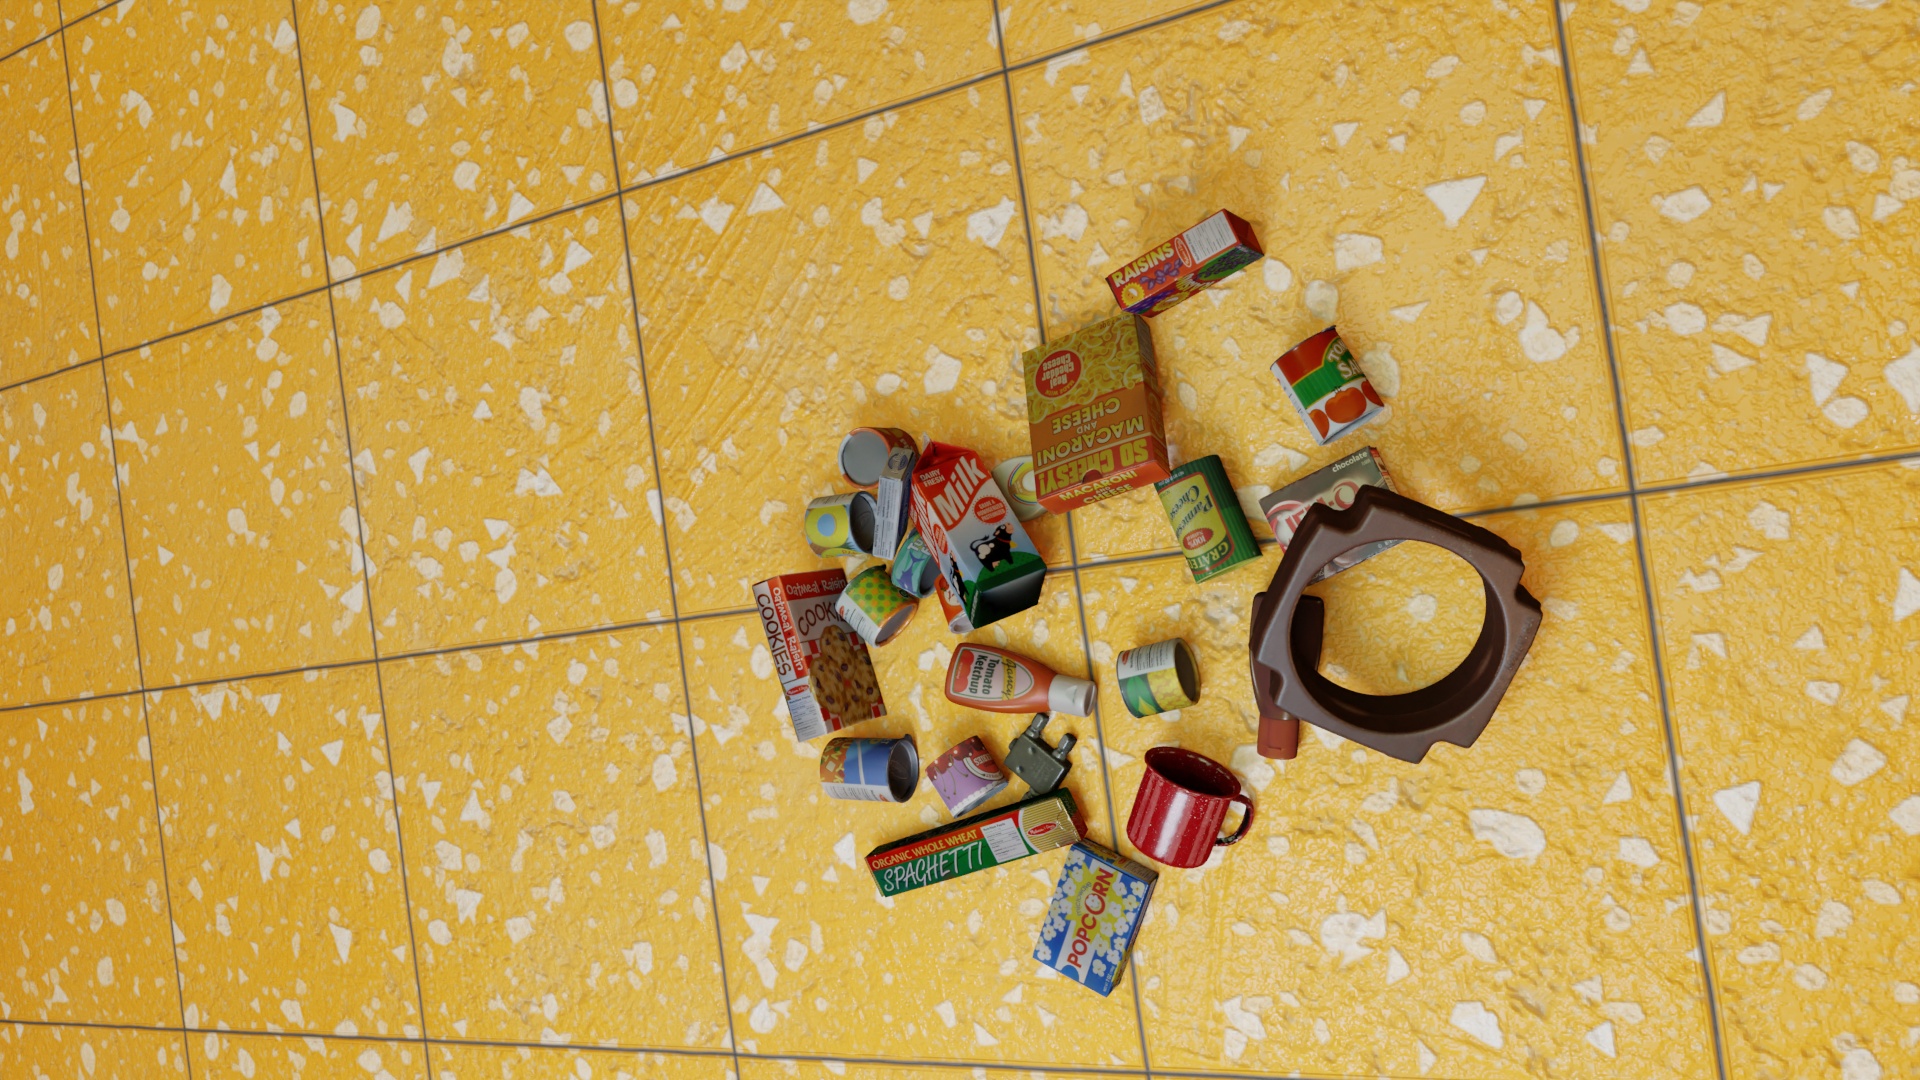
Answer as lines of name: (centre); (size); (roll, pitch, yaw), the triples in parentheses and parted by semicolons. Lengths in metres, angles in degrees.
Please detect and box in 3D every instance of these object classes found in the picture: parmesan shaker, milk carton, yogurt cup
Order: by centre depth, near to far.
parmesan shaker: (0.224, -0.019, 1.277); (0.071, 0.071, 0.103); (-27, 80, 25)
milk carton: (0.005, -0.017, 1.356); (0.191, 0.073, 0.072); (59, 160, 28)
yogurt cup: (0.009, 0.054, 1.391); (0.072, 0.072, 0.054); (-36, 68, 24)

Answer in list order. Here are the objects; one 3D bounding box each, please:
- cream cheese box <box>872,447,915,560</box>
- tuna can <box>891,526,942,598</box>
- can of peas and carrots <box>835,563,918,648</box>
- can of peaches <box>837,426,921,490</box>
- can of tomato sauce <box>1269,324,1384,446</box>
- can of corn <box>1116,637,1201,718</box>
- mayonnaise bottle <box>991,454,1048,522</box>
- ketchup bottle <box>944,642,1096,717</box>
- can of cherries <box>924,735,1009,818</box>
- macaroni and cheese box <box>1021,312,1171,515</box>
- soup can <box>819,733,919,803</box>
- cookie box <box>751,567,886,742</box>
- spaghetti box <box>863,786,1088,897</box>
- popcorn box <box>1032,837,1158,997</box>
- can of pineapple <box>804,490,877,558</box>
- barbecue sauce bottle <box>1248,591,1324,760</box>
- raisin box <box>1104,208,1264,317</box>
cream cheese box: (-0.067, -0.036, 1.387); (0.024, 0.054, 0.103); (13, 129, 6)
tuna can: (-0.038, 0.021, 1.410); (0.033, 0.071, 0.071); (26, 104, 22)
can of peas and carrots: (-0.084, 0.068, 1.438); (0.059, 0.071, 0.070); (44, 110, 18)
can of peaches: (-0.083, -0.084, 1.434); (0.071, 0.058, 0.071); (1, 93, 27)
can of tomato sauce: (0.324, -0.135, 1.220); (0.071, 0.071, 0.083); (-34, 78, 24)
can of corn: (0.187, 0.130, 1.302); (0.058, 0.071, 0.071); (-17, 85, 26)
mayonnaise bottle: (0.104, -0.069, 1.349); (0.148, 0.041, 0.065); (-23, 79, 26)
ketchup bottle: (0.060, 0.144, 1.377); (0.149, 0.043, 0.065); (9, 76, 26)
can of cherries: (0.008, 0.236, 1.397); (0.071, 0.071, 0.058); (-40, 74, 23)
macaroni and cheese box: (0.124, -0.120, 1.302); (0.123, 0.040, 0.167); (-19, 59, 27)
soup can: (-0.094, 0.236, 1.450); (0.083, 0.071, 0.071); (-3, 91, 27)
cookie box: (-0.145, 0.115, 1.437); (0.040, 0.123, 0.167); (-21, 83, 26)
spaghetti box: (0.012, 0.307, 1.405); (0.249, 0.029, 0.050); (-24, 94, 29)
popcorn box: (0.132, 0.366, 1.355); (0.085, 0.038, 0.126); (22, 102, 23)
can of pineapple: (-0.122, -0.014, 1.452); (0.058, 0.071, 0.071); (-7, 89, 28)
barbecue sauce bottle: (0.292, 0.123, 1.260); (0.065, 0.044, 0.148); (5, 95, 21)
raisin box: (0.205, -0.251, 1.265); (0.123, 0.086, 0.040); (-27, 82, 25)
